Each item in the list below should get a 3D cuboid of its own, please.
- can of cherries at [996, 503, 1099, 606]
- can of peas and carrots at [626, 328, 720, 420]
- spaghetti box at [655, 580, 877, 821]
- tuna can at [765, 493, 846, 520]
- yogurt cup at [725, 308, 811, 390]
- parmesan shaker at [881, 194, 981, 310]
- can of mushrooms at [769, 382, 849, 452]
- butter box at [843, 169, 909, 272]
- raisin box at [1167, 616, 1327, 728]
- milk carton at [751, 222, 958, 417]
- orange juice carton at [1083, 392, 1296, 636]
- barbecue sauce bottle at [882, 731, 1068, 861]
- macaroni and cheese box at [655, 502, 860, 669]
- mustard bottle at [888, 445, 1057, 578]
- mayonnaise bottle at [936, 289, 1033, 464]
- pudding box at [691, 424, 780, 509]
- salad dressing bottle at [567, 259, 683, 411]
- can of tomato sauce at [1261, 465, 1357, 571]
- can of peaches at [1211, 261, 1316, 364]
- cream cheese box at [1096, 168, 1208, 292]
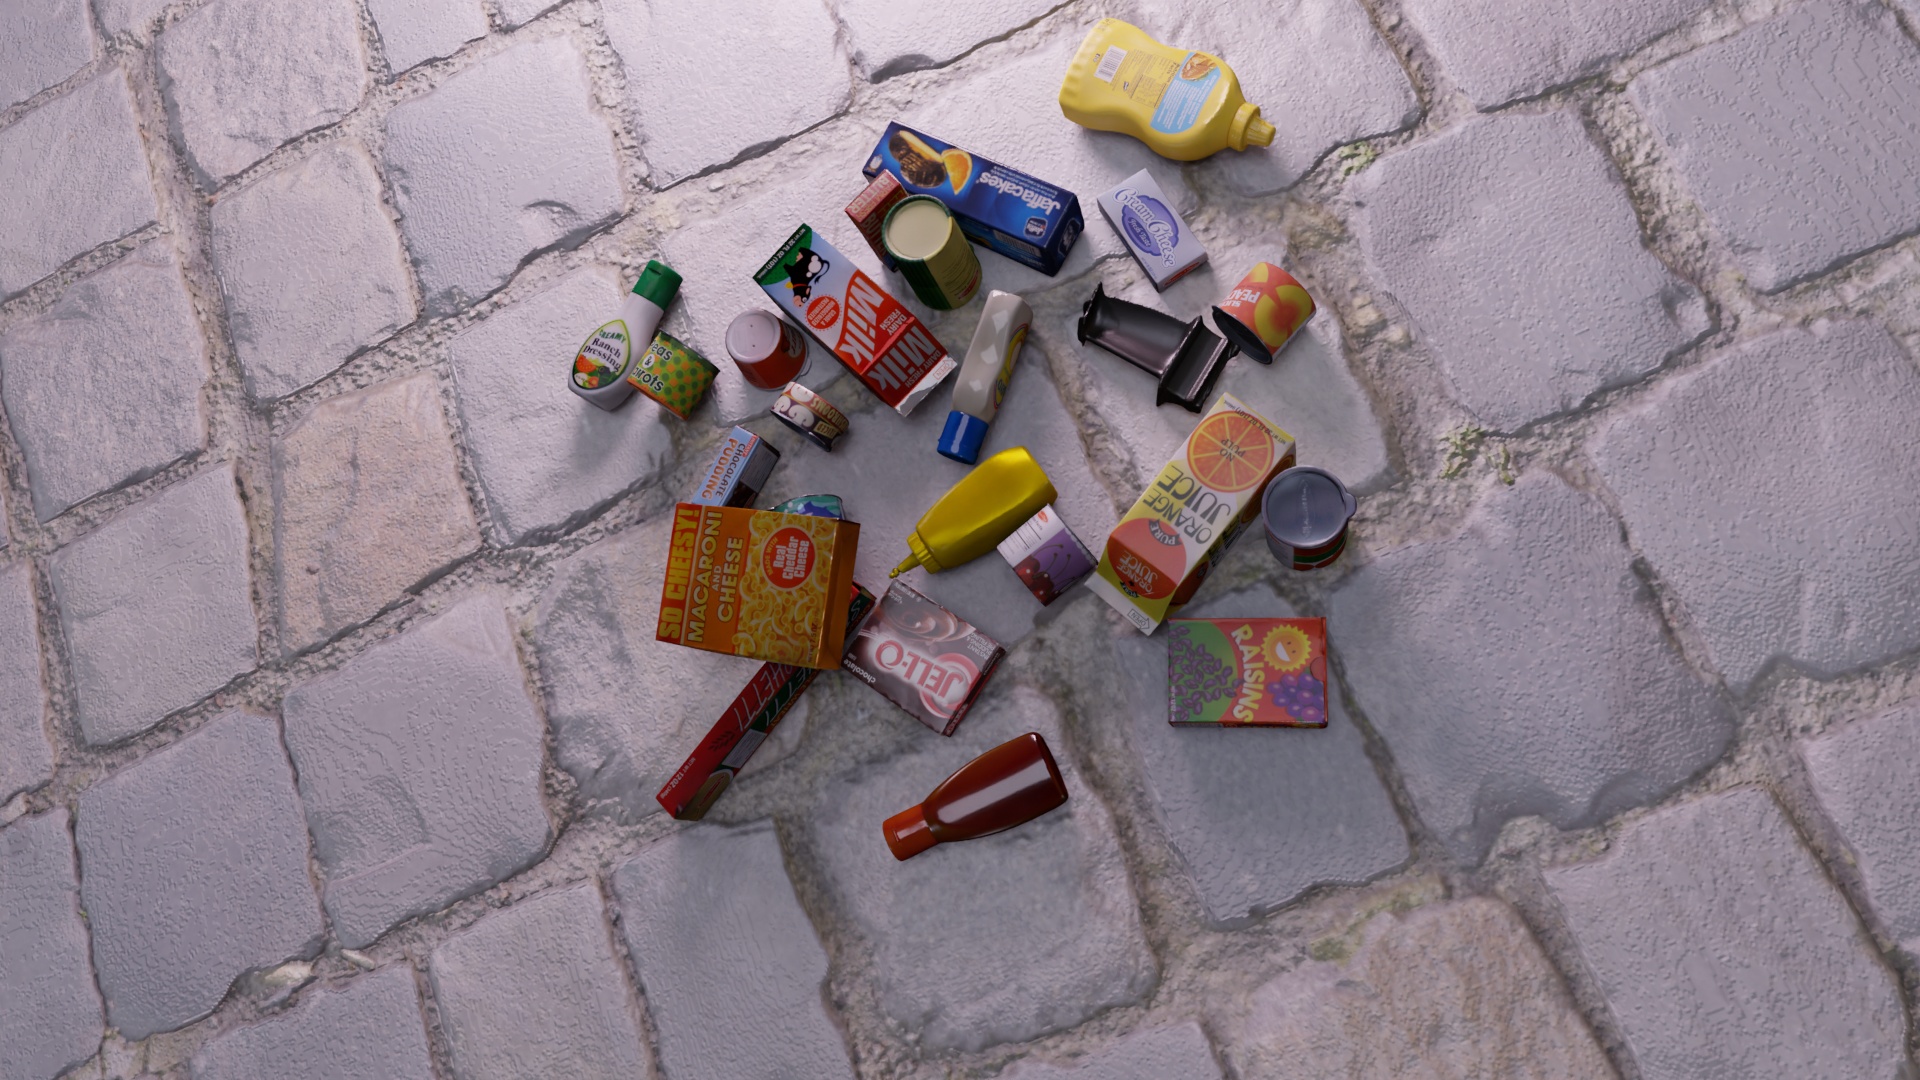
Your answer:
[{"bbox_3d":[0.074,0.015,1.155,0.058,0.071,0.071,-40,70,2],"label":"can of cherries"},{"bbox_3d":[-0.267,-0.153,1.283,0.071,0.071,0.059,32,86,20],"label":"can of peas and carrots"},{"bbox_3d":[-0.164,0.134,1.190,0.029,0.050,0.250,38,87,19],"label":"spaghetti box"},{"bbox_3d":[-0.135,-0.013,1.212,0.071,0.071,0.033,-17,73,9],"label":"tuna can"},{"bbox_3d":[-0.181,-0.178,1.277,0.072,0.054,0.072,-4,74,14],"label":"yogurt cup"},{"bbox_3d":[-0.024,-0.257,1.233,0.071,0.103,0.071,-4,74,14],"label":"parmesan shaker"},{"bbox_3d":[-0.133,-0.110,1.239,0.071,0.071,0.033,32,84,20],"label":"can of mushrooms"},{"bbox_3d":[-0.064,-0.286,1.251,0.053,0.103,0.024,-44,69,1],"label":"butter box"},{"bbox_3d":[0.228,0.105,1.104,0.123,0.040,0.086,-1,74,13],"label":"raisin box"},{"bbox_3d":[-0.091,-0.193,1.248,0.072,0.073,0.191,-46,70,-1],"label":"milk carton"},{"bbox_3d":[0.186,-0.018,1.130,0.072,0.073,0.193,38,87,20],"label":"orange juice carton"},{"bbox_3d":[0.009,0.213,1.128,0.148,0.043,0.065,-27,70,7],"label":"barbecue sauce bottle"},{"bbox_3d":[-0.171,0.037,1.165,0.166,0.040,0.123,6,85,28],"label":"macaroni and cheese box"},{"bbox_3d":[0.004,-0.015,1.188,0.160,0.048,0.065,-34,59,4],"label":"mustard bottle"},{"bbox_3d":[0.021,-0.140,1.214,0.041,0.064,0.148,18,85,14],"label":"mayonnaise bottle"},{"bbox_3d":[-0.202,-0.056,1.252,0.030,0.049,0.084,26,83,21],"label":"pudding box"},{"bbox_3d":[-0.317,-0.196,1.322,0.064,0.044,0.148,27,83,18],"label":"salad dressing bottle"},{"bbox_3d":[0.276,-0.016,1.101,0.071,0.083,0.071,-4,75,13],"label":"can of tomato sauce"},{"bbox_3d":[0.253,-0.192,1.162,0.071,0.071,0.058,43,88,20],"label":"can of peaches"},{"bbox_3d":[0.170,-0.275,1.231,0.053,0.024,0.104,-32,70,3],"label":"cream cheese box"}]
